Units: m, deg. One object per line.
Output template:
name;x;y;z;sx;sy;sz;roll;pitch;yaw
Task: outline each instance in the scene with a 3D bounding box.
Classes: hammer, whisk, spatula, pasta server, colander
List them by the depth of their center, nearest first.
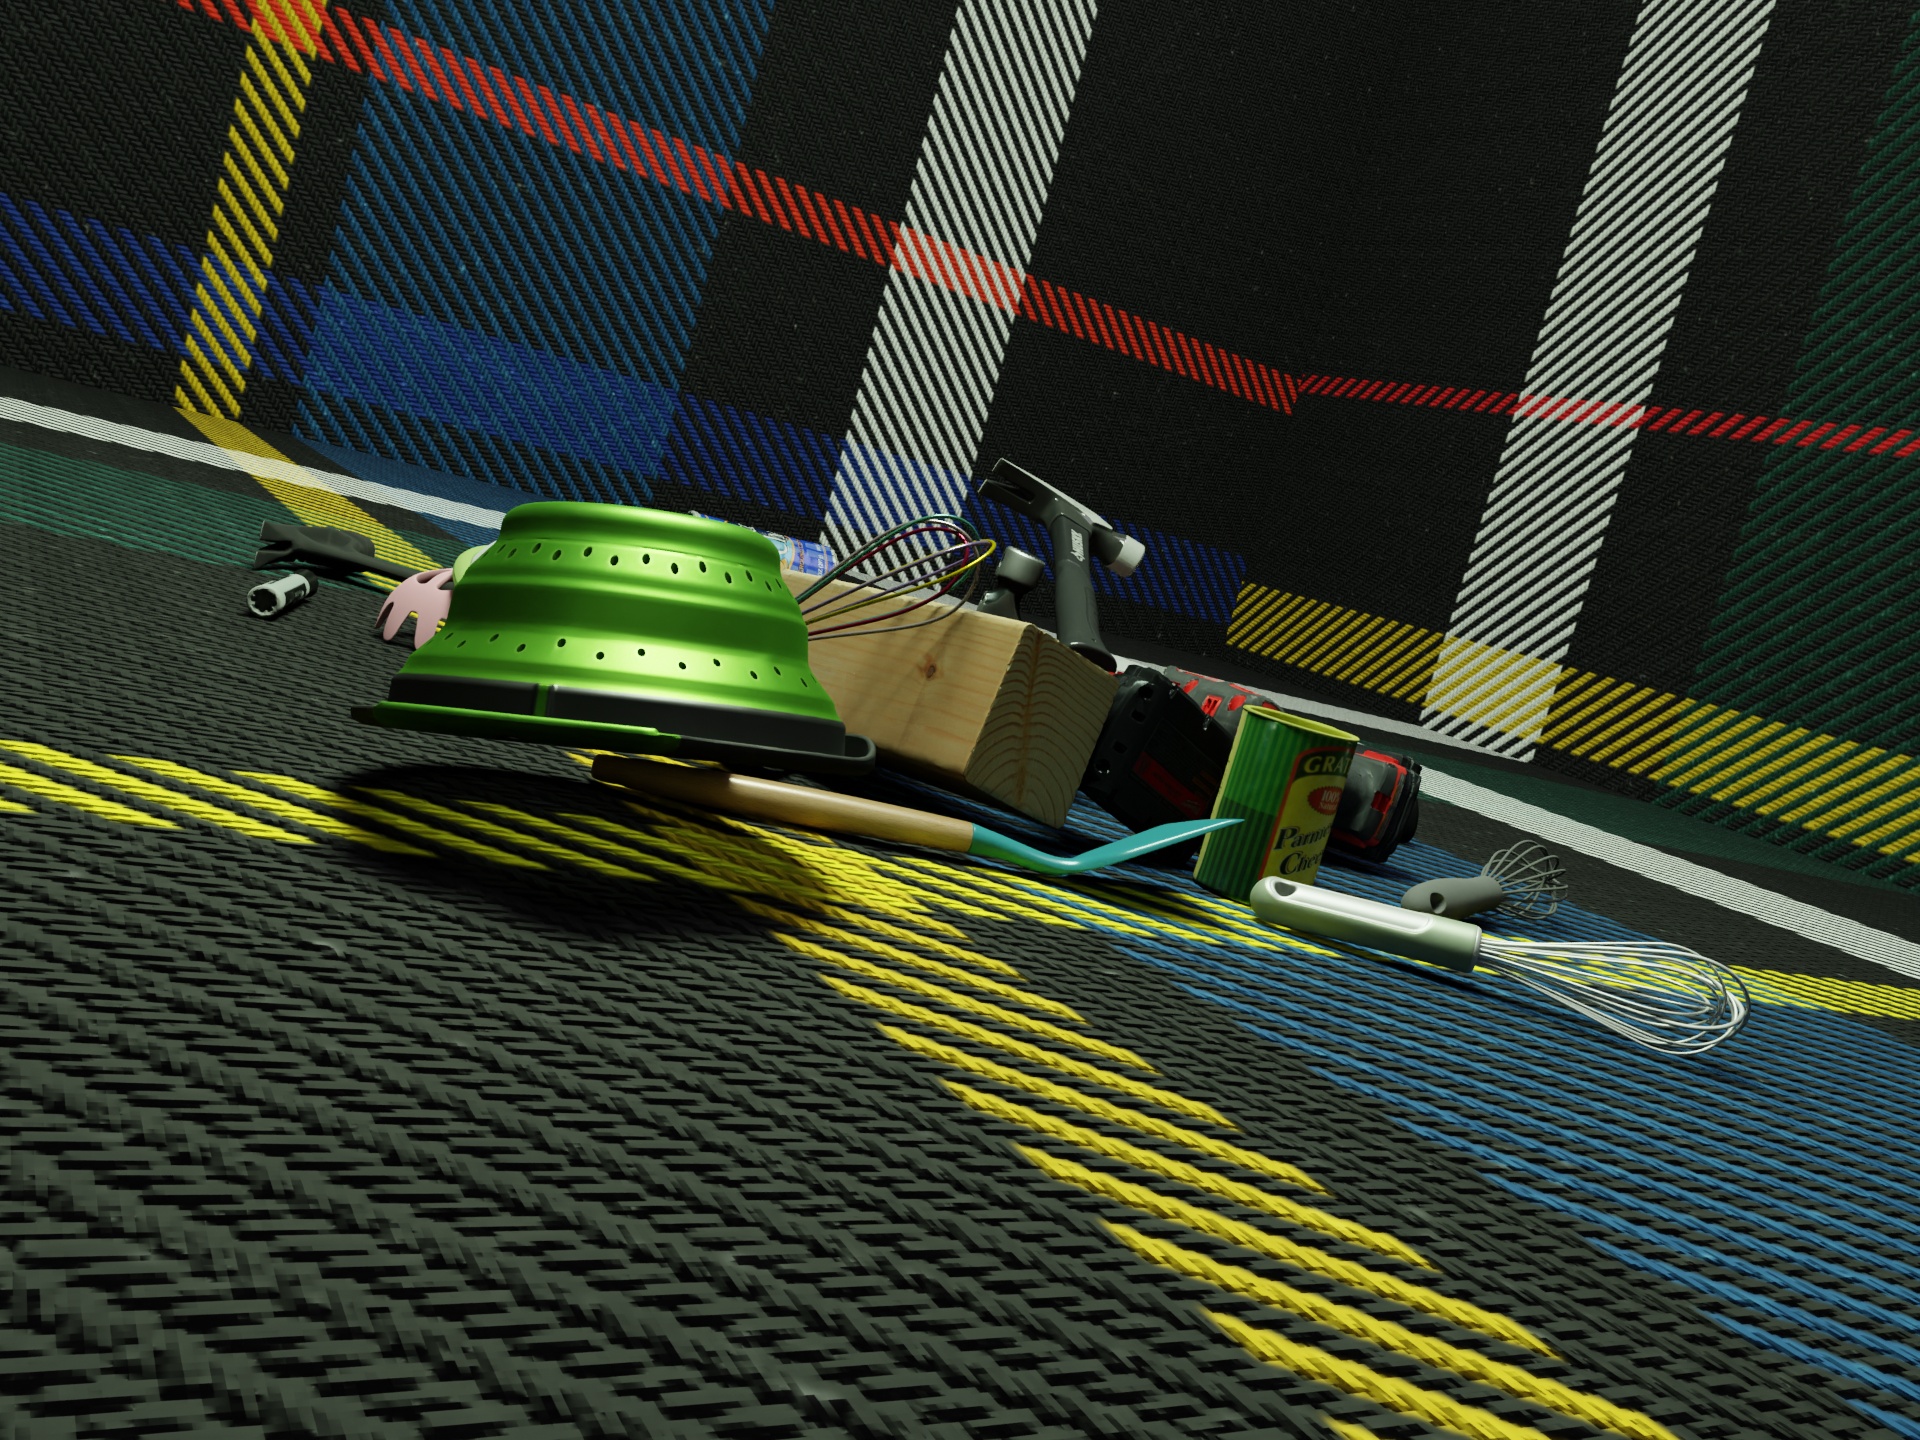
colander;-0.123;-0.030;0.720;0.204;0.094;0.397;6;-2;6
spatula;-0.019;0.042;0.780;0.317;0.044;0.082;12;-8;-16
whisk;0.269;0.118;0.809;0.246;0.059;0.058;13;34;15
whisk;-0.095;-0.050;0.846;0.051;0.245;0.047;62;9;-49
whisk;0.339;0.109;1.028;0.055;0.055;0.238;21;12;37
pasta server;-0.304;-0.100;1.094;0.060;0.040;0.316;18;16;4
hammer;-0.324;-0.082;1.130;0.337;0.034;0.127;16;6;7
hammer;0.079;-0.106;1.176;0.146;0.035;0.335;31;22;-11
hammer;0.191;0.008;1.288;0.409;0.149;0.036;24;6;-9

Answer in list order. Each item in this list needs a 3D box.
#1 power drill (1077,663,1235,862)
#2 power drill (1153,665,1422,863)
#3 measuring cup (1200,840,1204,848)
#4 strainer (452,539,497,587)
power drill;0.069;0.011;1.000;0.227;0.080;0.187;23;-11;48
power drill;0.204;0.023;1.098;0.219;0.078;0.143;23;-3;-38
measuring cup;0.155;0.062;1.032;0.083;0.038;0.168;9;8;-43
strainer;-0.241;-0.071;0.942;0.151;0.069;0.256;36;16;-1
